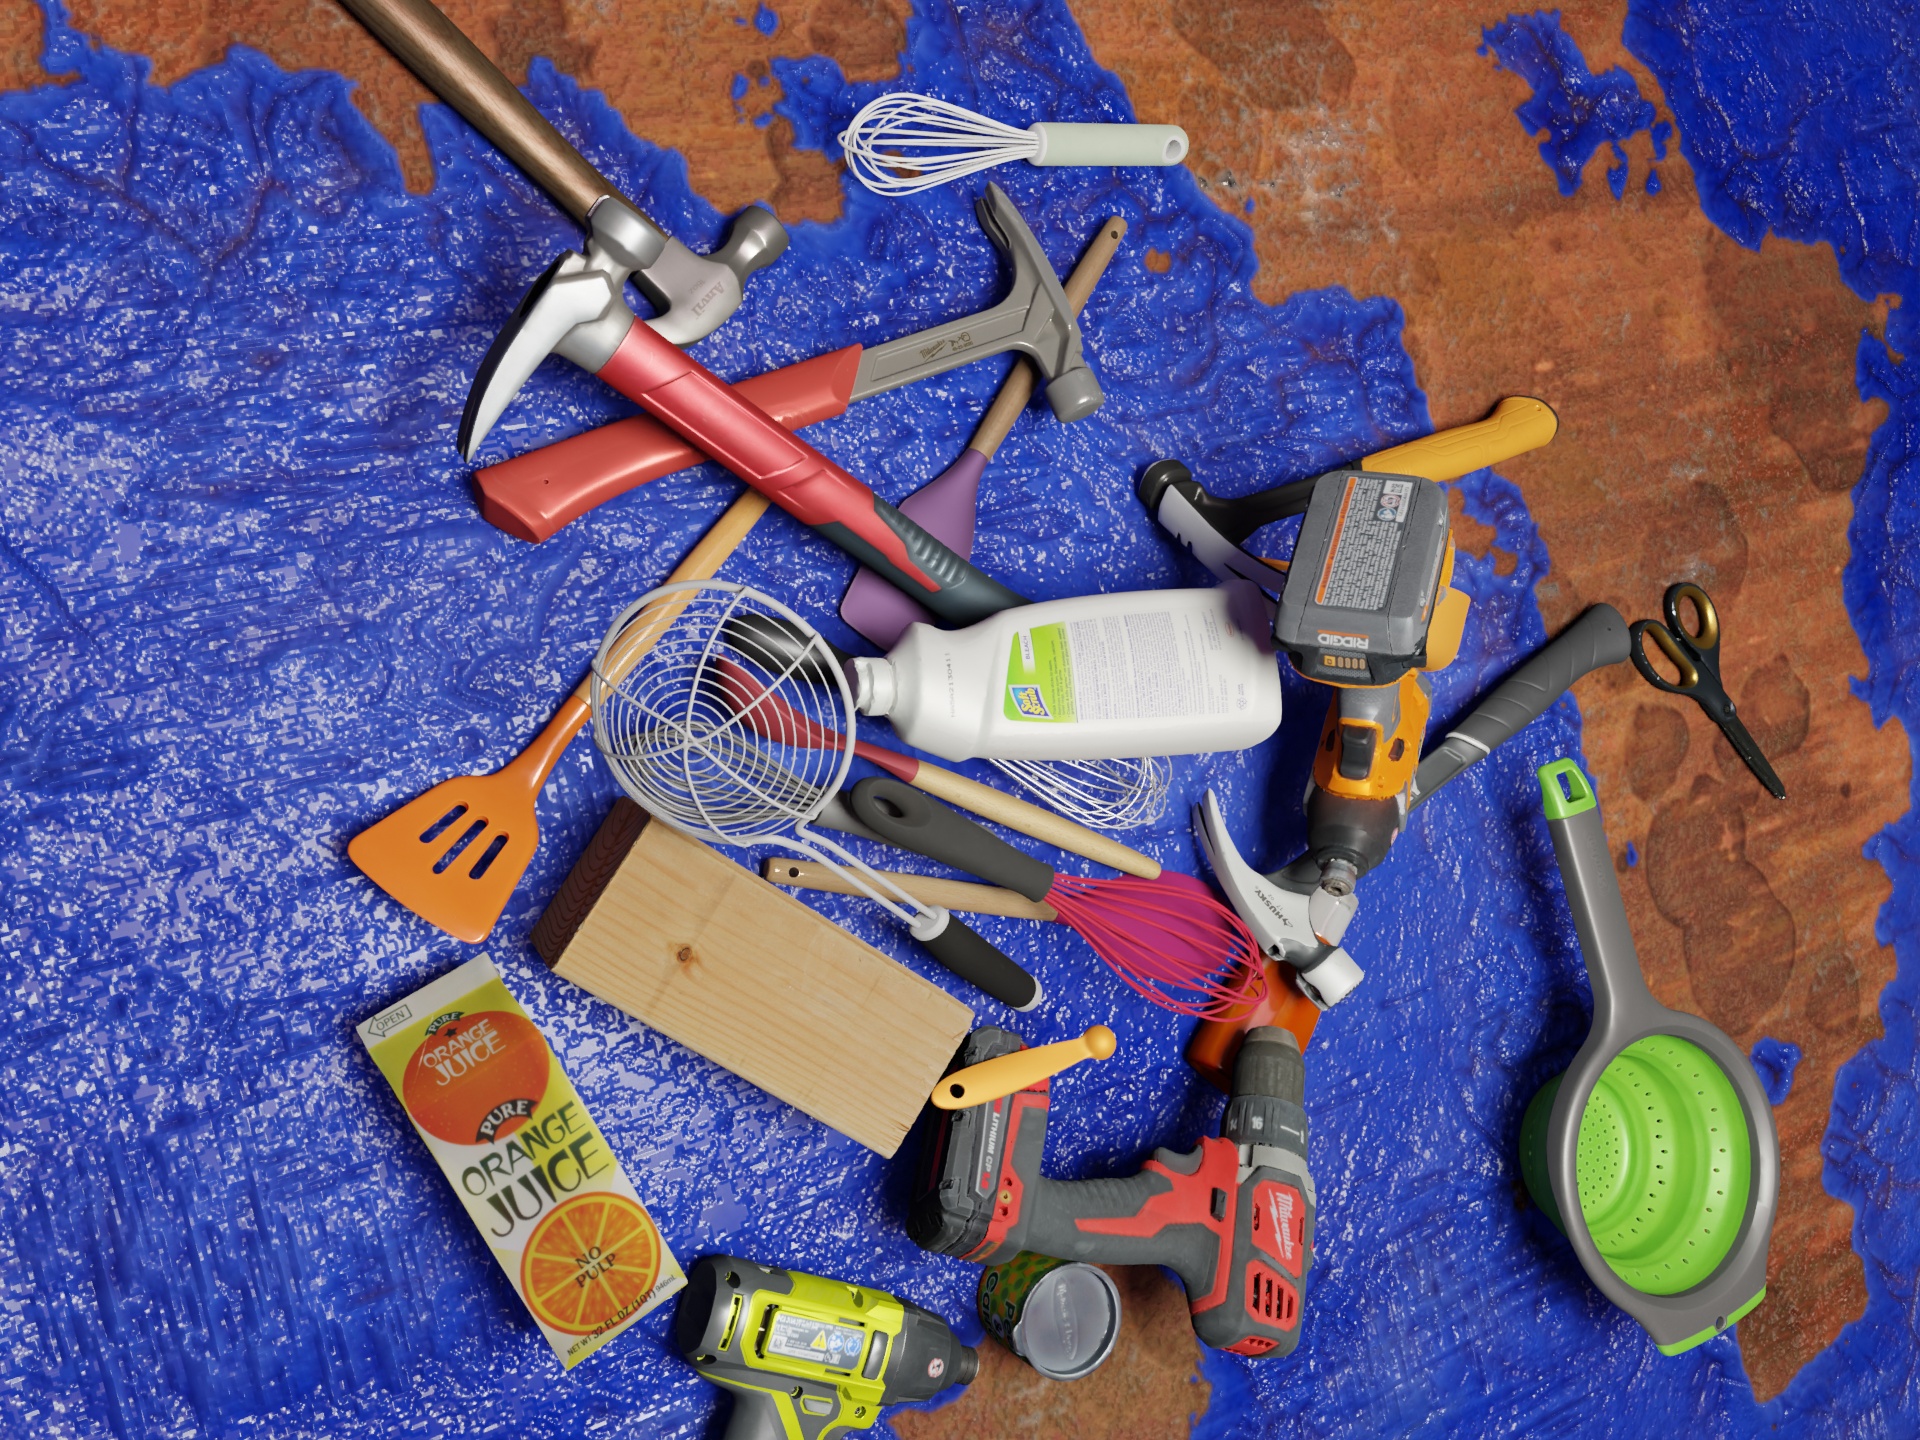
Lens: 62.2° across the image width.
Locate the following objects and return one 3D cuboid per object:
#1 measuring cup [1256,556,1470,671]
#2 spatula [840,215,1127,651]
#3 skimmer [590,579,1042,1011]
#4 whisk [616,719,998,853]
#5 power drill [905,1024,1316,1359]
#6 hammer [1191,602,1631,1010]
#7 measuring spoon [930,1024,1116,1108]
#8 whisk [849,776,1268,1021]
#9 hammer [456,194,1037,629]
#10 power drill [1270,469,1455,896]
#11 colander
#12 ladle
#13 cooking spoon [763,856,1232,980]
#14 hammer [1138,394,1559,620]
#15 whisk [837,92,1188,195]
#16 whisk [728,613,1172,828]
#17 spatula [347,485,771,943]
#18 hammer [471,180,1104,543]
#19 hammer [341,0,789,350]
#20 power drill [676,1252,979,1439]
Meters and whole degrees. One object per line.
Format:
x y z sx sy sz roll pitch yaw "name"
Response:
0.242 -0.070 1.033 0.173 0.095 0.052 10 88 -6 "measuring cup"
0.025 -0.179 0.958 0.059 0.018 0.316 35 75 -21 "spatula"
-0.049 0.058 0.829 0.362 0.127 0.090 44 29 -49 "skimmer"
-0.077 0.045 0.884 0.238 0.055 0.055 16 81 -29 "whisk"
0.097 0.242 0.903 0.226 0.080 0.188 18 57 -9 "power drill"
0.323 0.023 1.067 0.409 0.036 0.149 -33 74 -29 "hammer"
0.036 0.187 0.859 0.117 0.011 0.021 -12 67 -28 "measuring spoon"
0.063 0.101 0.917 0.295 0.073 0.073 27 76 -22 "whisk"
-0.075 -0.103 0.856 0.386 0.038 0.143 33 96 -34 "hammer"
0.231 -0.013 0.916 0.226 0.084 0.164 72 34 -50 "power drill"
0.436 0.223 1.099 0.204 0.094 0.397 -15 90 -26 "colander"
-0.006 0.037 0.917 0.315 0.069 0.031 24 99 -27 "ladle"
0.033 0.110 0.949 0.318 0.017 0.069 11 82 -25 "cooking spoon"
0.282 -0.158 1.046 0.337 0.034 0.127 -20 54 -30 "hammer"
0.038 -0.348 0.961 0.246 0.059 0.057 -11 129 -29 "whisk"
-0.001 -0.004 0.921 0.284 0.070 0.070 22 79 -18 "whisk"
-0.183 -0.029 0.839 0.081 0.041 0.323 37 71 -2 "spatula"
-0.097 -0.187 0.883 0.359 0.036 0.149 -23 83 -22 "hammer"
-0.249 -0.323 0.826 0.331 0.031 0.130 42 71 -18 "hammer"
-0.088 0.414 0.847 0.171 0.080 0.223 22 75 -23 "power drill"
